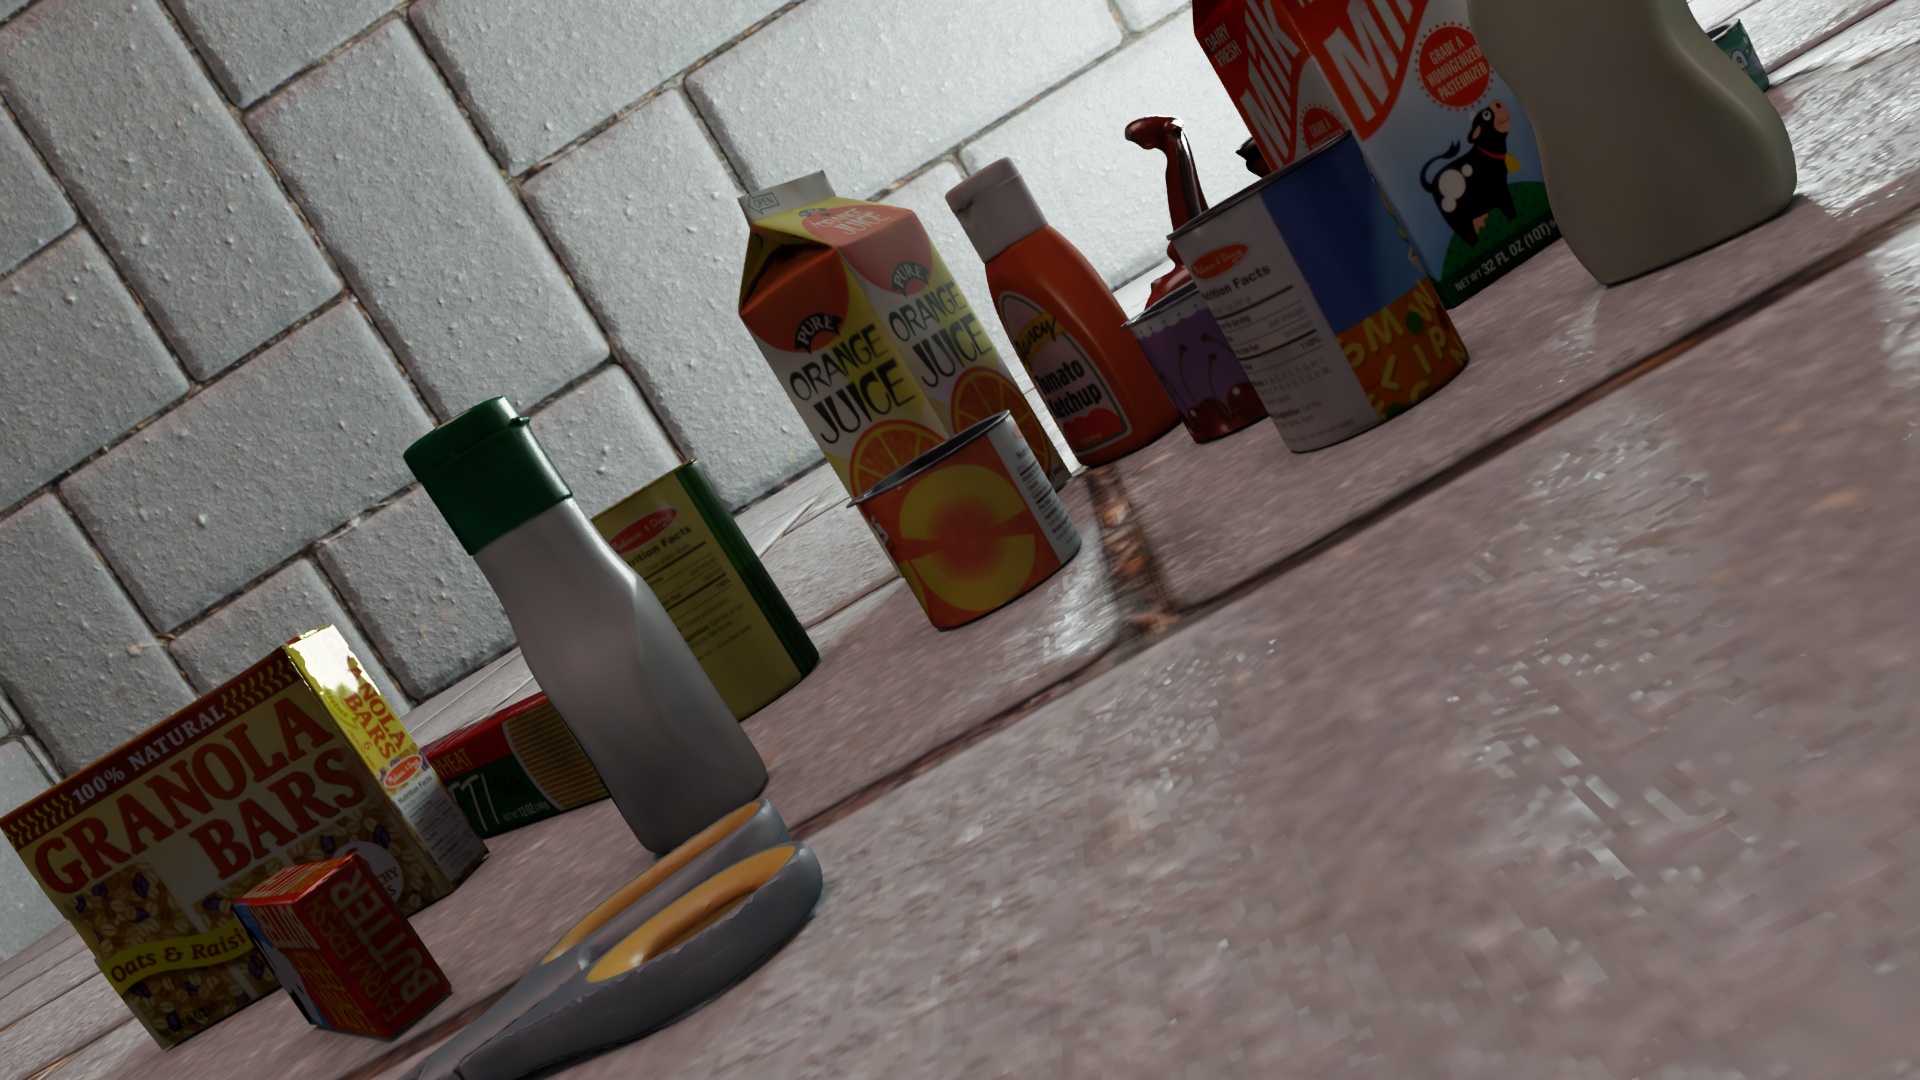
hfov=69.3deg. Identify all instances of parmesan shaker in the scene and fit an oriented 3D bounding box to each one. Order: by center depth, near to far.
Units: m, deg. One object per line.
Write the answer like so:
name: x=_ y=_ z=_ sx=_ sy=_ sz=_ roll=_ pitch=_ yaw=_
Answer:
parmesan shaker: x=-0.117 y=0.026 z=0.597 sx=0.071 sy=0.103 sz=0.071 roll=-31 pitch=8 yaw=5

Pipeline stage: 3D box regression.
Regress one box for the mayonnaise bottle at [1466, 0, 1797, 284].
mayonnaise bottle: x=0.187 y=-0.154 z=0.413 sx=0.064 sy=0.148 sz=0.041 roll=-24 pitch=10 yaw=45

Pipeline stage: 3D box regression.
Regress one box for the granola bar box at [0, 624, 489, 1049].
granola bar box: x=-0.310 y=0.129 z=0.600 sx=0.165 sy=0.124 sz=0.039 roll=-30 pitch=8 yaw=11

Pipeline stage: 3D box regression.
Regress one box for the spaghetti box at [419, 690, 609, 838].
spaghetti box: x=-0.230 y=0.114 z=0.664 sx=0.249 sy=0.050 sz=0.029 roll=-24 pitch=11 yaw=43

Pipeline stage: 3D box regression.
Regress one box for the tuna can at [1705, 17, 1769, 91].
tuna can: x=0.323 y=-0.202 z=0.622 sx=0.071 sy=0.033 sz=0.071 roll=-30 pitch=8 yaw=5

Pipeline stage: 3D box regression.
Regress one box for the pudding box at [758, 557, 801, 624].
pudding box: x=-0.132 y=0.047 z=0.720 sx=0.083 sy=0.049 sz=0.030 roll=-30 pitch=8 yaw=11

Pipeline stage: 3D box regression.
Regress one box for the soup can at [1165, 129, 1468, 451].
soup can: x=0.119 y=-0.082 z=0.456 sx=0.071 sy=0.083 sz=0.071 roll=-31 pitch=8 yaw=5

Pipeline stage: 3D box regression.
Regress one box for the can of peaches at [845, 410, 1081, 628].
can of peaches: x=0.002 y=-0.007 z=0.520 sx=0.071 sy=0.058 sz=0.071 roll=-31 pitch=8 yaw=5

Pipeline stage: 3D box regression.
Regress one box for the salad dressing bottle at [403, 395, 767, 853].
salad dressing bottle: x=-0.118 y=0.026 z=0.437 sx=0.044 sy=0.147 sz=0.064 roll=-31 pitch=7 yaw=3

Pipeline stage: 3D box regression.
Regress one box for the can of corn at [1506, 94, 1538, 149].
can of corn: x=0.261 y=-0.169 z=0.559 sx=0.071 sy=0.058 sz=0.071 roll=-31 pitch=8 yaw=5

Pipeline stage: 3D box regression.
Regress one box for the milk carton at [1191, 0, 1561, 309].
milk carton: x=0.162 y=-0.189 z=0.568 sx=0.072 sy=0.190 sz=0.073 roll=-33 pitch=8 yaw=-11

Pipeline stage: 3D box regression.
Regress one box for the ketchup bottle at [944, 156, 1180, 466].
ketchup bottle: x=0.046 y=-0.109 z=0.663 sx=0.044 sy=0.148 sz=0.064 roll=-36 pitch=9 yaw=-30

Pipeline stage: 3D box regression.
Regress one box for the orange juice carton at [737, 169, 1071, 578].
orange juice carton: x=-0.035 y=-0.086 z=0.663 sx=0.073 sy=0.192 sz=0.072 roll=-25 pitch=9 yaw=39

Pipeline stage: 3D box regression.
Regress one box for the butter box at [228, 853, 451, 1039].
butter box: x=-0.202 y=0.131 z=0.448 sx=0.024 sy=0.053 sz=0.103 roll=-37 pitch=10 yaw=-38

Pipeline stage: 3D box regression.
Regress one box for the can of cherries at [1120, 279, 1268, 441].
can of cherries: x=0.110 y=-0.080 z=0.575 sx=0.071 sy=0.058 sz=0.071 roll=-31 pitch=8 yaw=5
